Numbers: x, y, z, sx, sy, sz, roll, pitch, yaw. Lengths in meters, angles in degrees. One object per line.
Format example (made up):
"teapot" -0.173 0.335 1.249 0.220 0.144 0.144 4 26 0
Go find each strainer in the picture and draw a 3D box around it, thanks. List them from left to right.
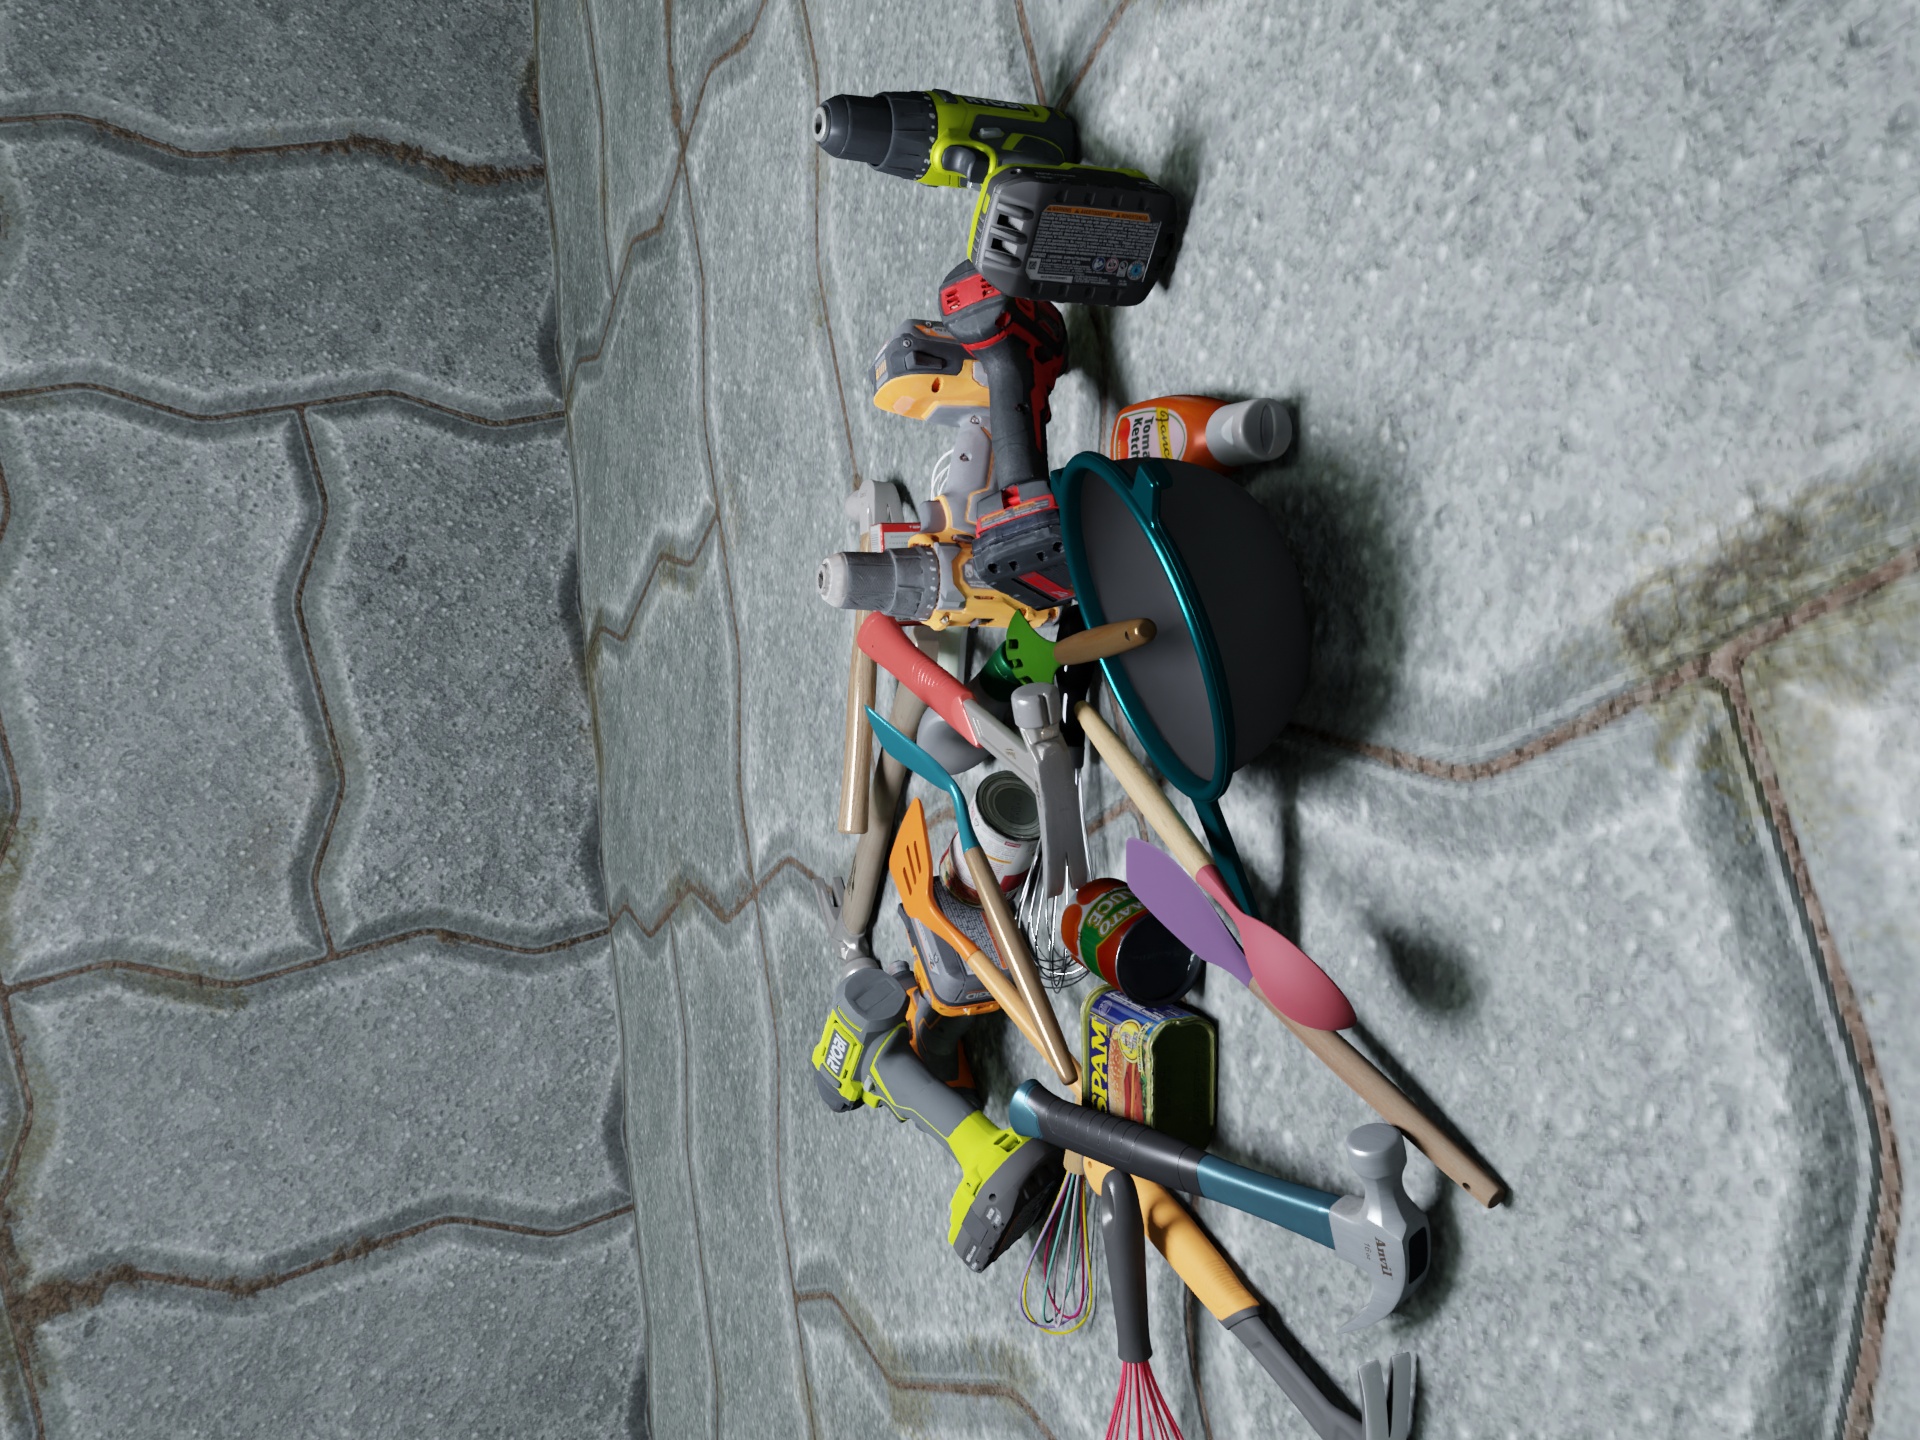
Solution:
"strainer" 0.162 -0.008 0.922 0.211 0.095 0.340 -148 36 -76

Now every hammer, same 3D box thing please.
"hammer" -0.089 -0.060 1.481 0.130 0.031 0.331 178 96 -73
"hammer" -0.078 0.073 1.533 0.146 0.038 0.410 -116 32 -44
"hammer" -0.002 -0.004 1.192 0.359 0.036 0.149 -140 37 -61
"hammer" 0.140 0.269 0.955 0.331 0.033 0.128 3 112 54
"hammer" 0.165 0.356 1.008 0.337 0.034 0.127 -142 51 -60

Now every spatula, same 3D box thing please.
"spatula" 0.009 0.122 1.156 0.082 0.044 0.318 72 174 -63
"spatula" 0.032 0.192 1.196 0.323 0.041 0.081 47 134 30
"spatula" 0.185 0.161 0.900 0.316 0.018 0.059 44 147 45

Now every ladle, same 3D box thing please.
"ladle" 0.131 0.072 0.915 0.069 0.031 0.316 60 178 -38

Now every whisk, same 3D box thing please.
"whisk" -0.001 -0.109 1.327 0.058 0.059 0.246 -59 -23 -61
"whisk" 0.077 0.058 1.155 0.070 0.070 0.284 -167 79 -66
"whisk" 0.088 0.354 1.191 0.047 0.051 0.245 22 110 39
"whisk" 0.119 0.441 1.061 0.073 0.073 0.296 -171 74 -66

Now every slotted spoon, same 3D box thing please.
"slotted spoon" 0.070 -0.046 0.995 0.314 0.031 0.070 175 73 -80

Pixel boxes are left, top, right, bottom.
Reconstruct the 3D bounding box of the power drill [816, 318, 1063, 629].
"power drill" -0.021 -0.178 1.185 0.084 0.185 0.226 151 116 -66

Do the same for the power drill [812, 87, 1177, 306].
"power drill" 0.021 -0.360 1.060 0.229 0.190 0.080 55 139 44

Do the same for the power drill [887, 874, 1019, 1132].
"power drill" -0.019 0.229 1.365 0.226 0.084 0.164 105 151 -44

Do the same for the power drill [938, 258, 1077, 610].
"power drill" 0.051 -0.195 1.091 0.078 0.143 0.220 -16 74 24

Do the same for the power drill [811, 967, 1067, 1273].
"power drill" -0.028 0.324 1.281 0.223 0.080 0.171 42 139 22
